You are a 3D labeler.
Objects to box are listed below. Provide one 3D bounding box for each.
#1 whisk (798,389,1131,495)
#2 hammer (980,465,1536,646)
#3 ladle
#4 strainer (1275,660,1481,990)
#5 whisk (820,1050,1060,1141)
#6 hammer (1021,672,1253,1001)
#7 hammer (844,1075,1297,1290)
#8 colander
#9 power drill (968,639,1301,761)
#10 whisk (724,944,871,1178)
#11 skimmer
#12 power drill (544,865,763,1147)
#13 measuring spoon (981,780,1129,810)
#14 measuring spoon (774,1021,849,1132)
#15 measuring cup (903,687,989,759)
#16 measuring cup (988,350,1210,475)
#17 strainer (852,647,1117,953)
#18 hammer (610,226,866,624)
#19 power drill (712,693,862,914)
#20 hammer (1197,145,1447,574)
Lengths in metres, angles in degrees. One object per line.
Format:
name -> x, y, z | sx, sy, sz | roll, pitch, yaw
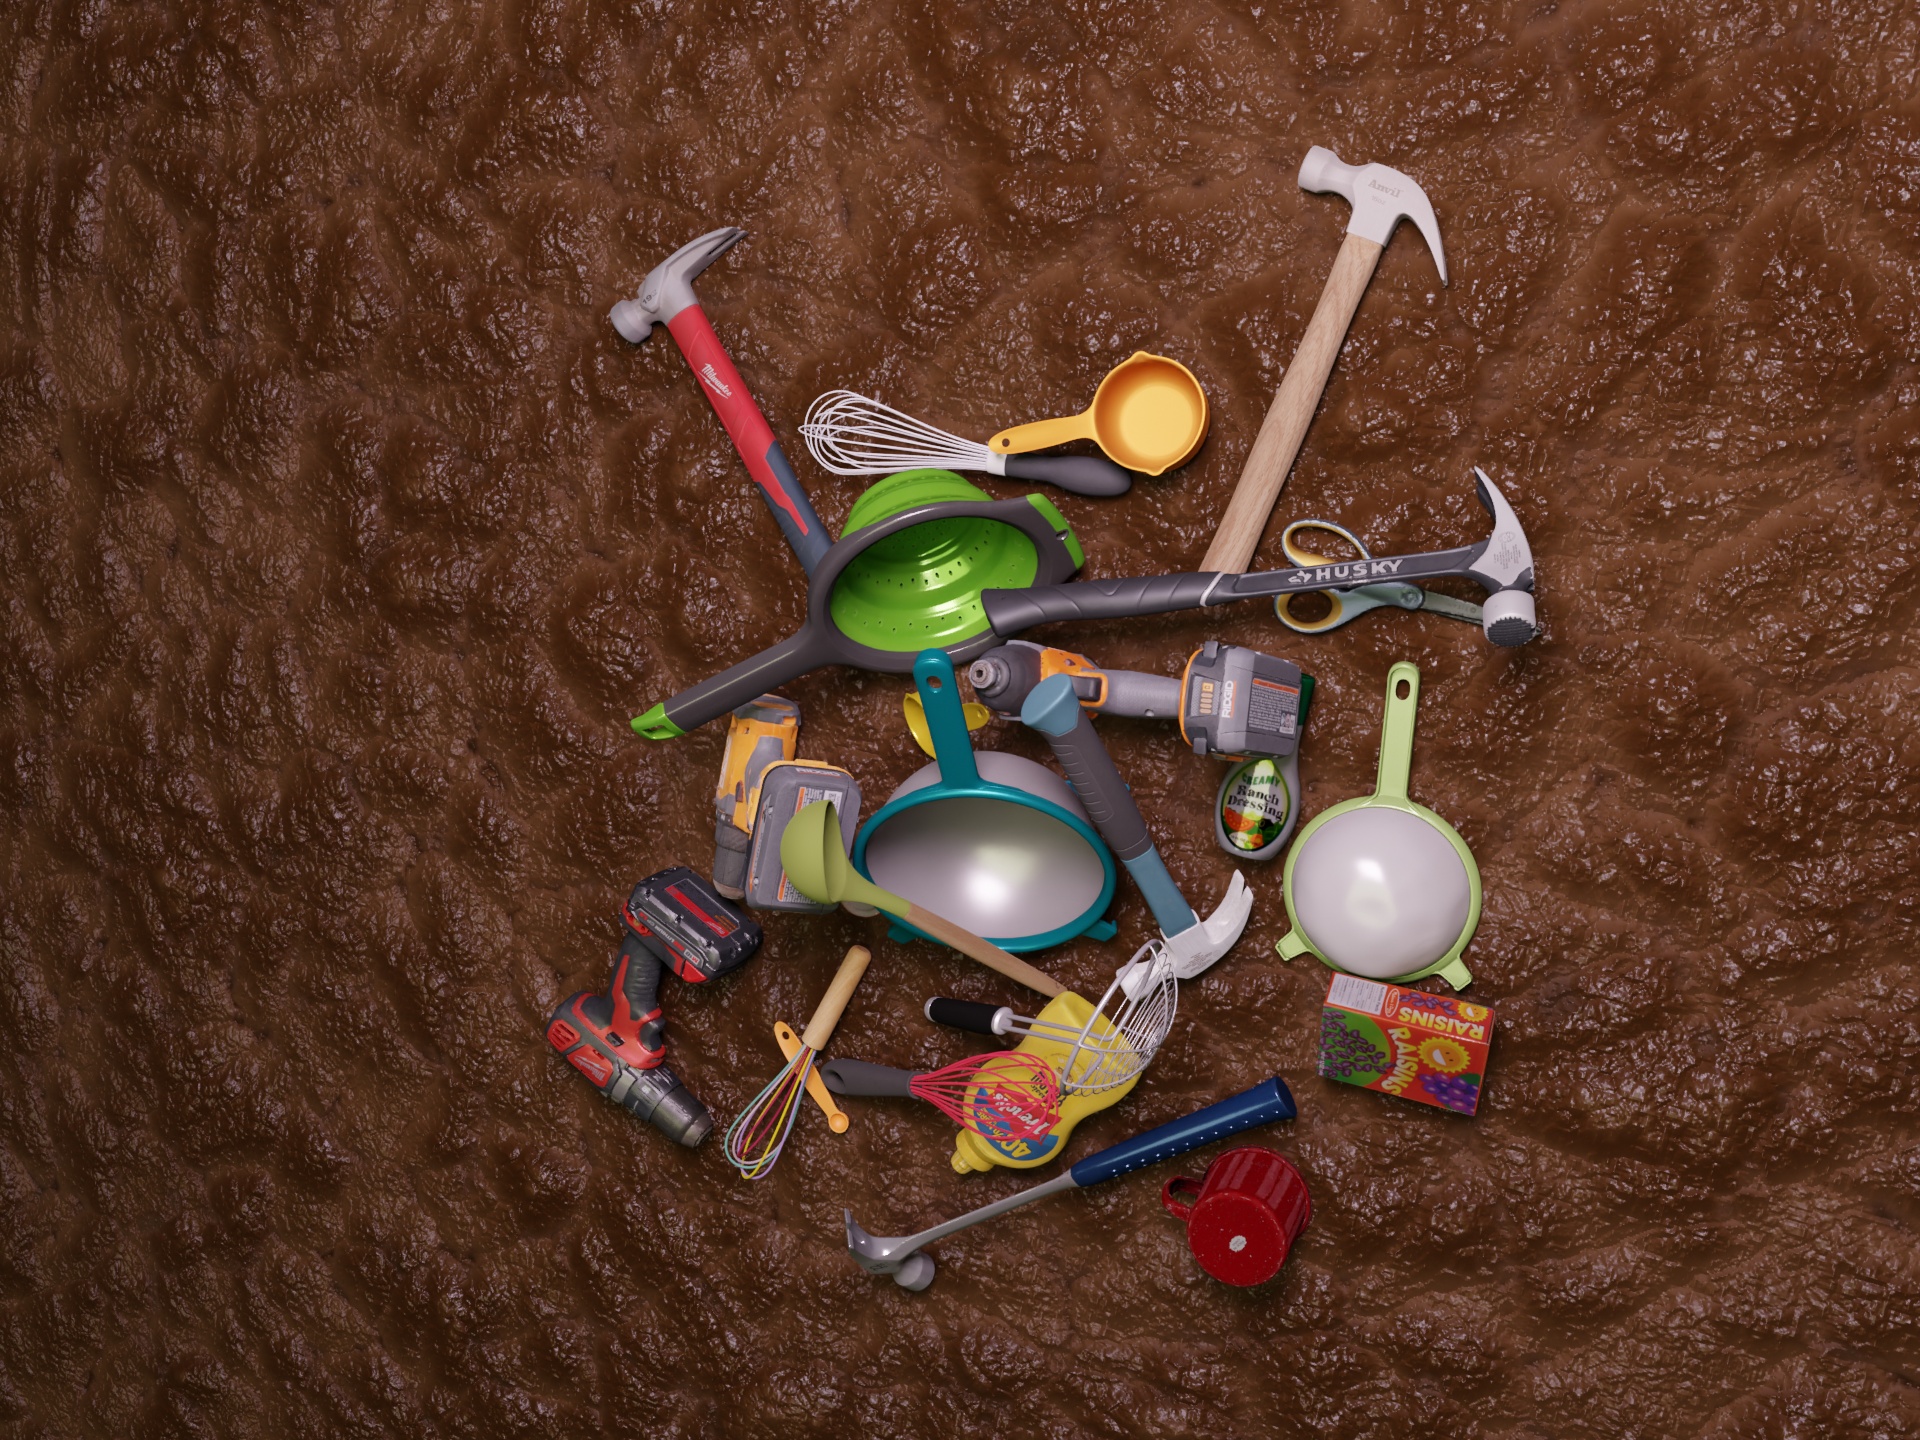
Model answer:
whisk -> 0.001, -0.217, 1.298 | 0.284, 0.070, 0.070 | 12, 103, 15
hammer -> 0.208, -0.104, 1.182 | 0.409, 0.036, 0.149 | -4, 52, 20
ladle -> -0.017, 0.156, 1.262 | 0.062, 0.319, 0.078 | -31, 41, 35
strainer -> 0.320, 0.085, 1.204 | 0.151, 0.069, 0.256 | 8, 102, 21
whisk -> -0.024, 0.309, 1.345 | 0.296, 0.073, 0.073 | -8, 95, 47
hammer -> 0.125, 0.089, 1.196 | 0.128, 0.033, 0.330 | -29, 129, 5
hammer -> 0.086, 0.386, 1.333 | 0.405, 0.143, 0.035 | -27, 49, 18
colander -> -0.101, -0.100, 1.295 | 0.397, 0.204, 0.095 | -25, 56, 13
power drill -> 0.124, -0.021, 1.199 | 0.226, 0.164, 0.084 | 6, 89, 32
whisk -> -0.146, 0.308, 1.438 | 0.051, 0.047, 0.245 | 29, 99, 6
skimmer -> 0.045, 0.220, 1.232 | 0.090, 0.127, 0.363 | 46, 157, -18
power drill -> -0.271, 0.271, 1.473 | 0.188, 0.080, 0.226 | 38, 113, 13
measuring spoon -> 0.078, 0.053, 1.330 | 0.128, 0.021, 0.042 | -1, 127, 14
measuring spoon -> -0.136, 0.326, 1.462 | 0.021, 0.011, 0.117 | -37, 80, 20
measuring cup -> -0.002, -0.004, 1.297 | 0.062, 0.029, 0.156 | 66, 156, -6
measuring cup -> 0.110, -0.229, 1.246 | 0.173, 0.052, 0.095 | -8, 91, 19
strainer -> 0.012, 0.048, 1.250 | 0.211, 0.095, 0.340 | -2, 135, 12
hammer -> -0.156, -0.231, 1.369 | 0.143, 0.038, 0.386 | -31, 86, 22
power drill -> -0.160, 0.091, 1.339 | 0.084, 0.226, 0.185 | 8, 104, -22
hammer -> 0.260, -0.250, 1.200 | 0.130, 0.031, 0.331 | 26, 107, 17
